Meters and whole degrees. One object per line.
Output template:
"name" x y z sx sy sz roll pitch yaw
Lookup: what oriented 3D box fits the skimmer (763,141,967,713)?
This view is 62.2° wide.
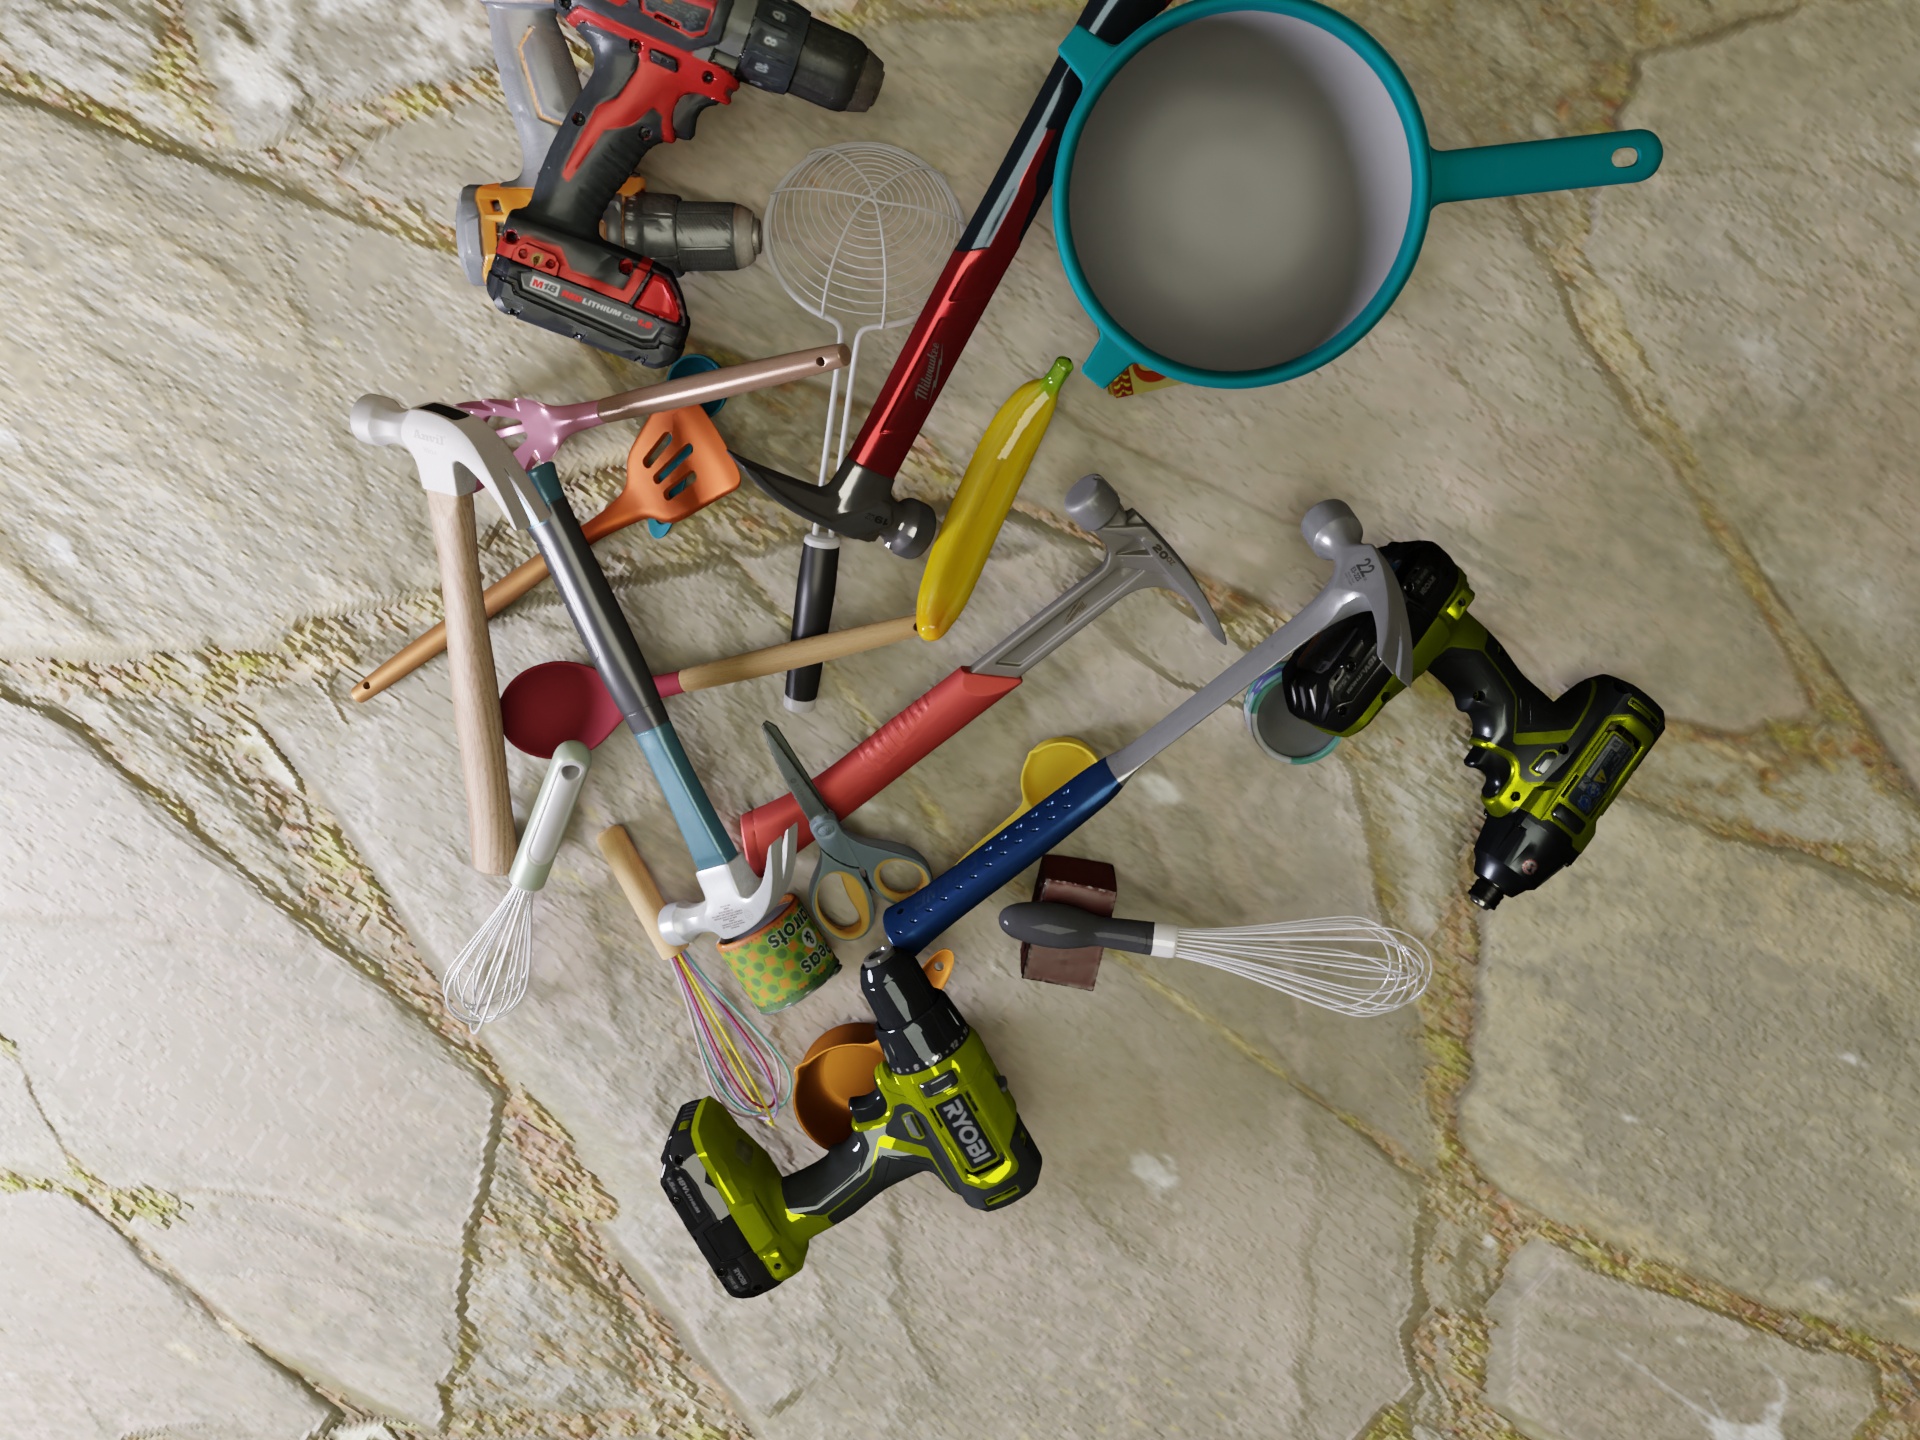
"skimmer" -0.080 -0.184 1.036 0.127 0.090 0.363 8 115 -6

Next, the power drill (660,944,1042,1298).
"power drill" -0.082 0.272 1.073 0.228 0.080 0.190 -27 102 6

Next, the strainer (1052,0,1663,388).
"strainer" 0.219 -0.309 0.921 0.340 0.095 0.211 -6 107 0

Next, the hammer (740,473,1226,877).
"hammer" -0.002 -0.003 1.065 0.359 0.037 0.149 -38 120 14

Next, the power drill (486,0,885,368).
"power drill" -0.162 -0.323 0.919 0.187 0.080 0.226 18 106 -16

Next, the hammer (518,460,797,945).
"hammer" -0.207 -0.008 1.031 0.128 0.033 0.331 -16 105 31

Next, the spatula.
"spatula" -0.285 -0.102 1.057 0.322 0.041 0.081 -33 87 11

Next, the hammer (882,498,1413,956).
"hammer" 0.108 0.029 1.014 0.405 0.144 0.035 -39 129 19

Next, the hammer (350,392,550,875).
"hammer" -0.317 -0.042 1.037 0.130 0.031 0.331 15 121 24

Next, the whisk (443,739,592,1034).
"whisk" -0.299 0.116 1.088 0.057 0.059 0.246 14 116 -25

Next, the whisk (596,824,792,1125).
"whisk" -0.189 0.182 1.125 0.051 0.047 0.245 -26 99 9

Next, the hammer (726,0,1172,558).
"hammer" 0.005 -0.287 0.939 0.143 0.038 0.386 19 107 -37

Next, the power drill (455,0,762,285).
"power drill" -0.217 -0.378 0.968 0.185 0.084 0.226 0 108 0

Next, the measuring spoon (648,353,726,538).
"measuring spoon" -0.182 -0.180 1.049 0.042 0.021 0.128 24 113 8

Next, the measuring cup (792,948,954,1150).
"measuring cup" -0.051 0.225 1.126 0.095 0.052 0.173 30 101 -6

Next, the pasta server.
"pasta server" -0.202 -0.191 0.973 0.316 0.040 0.060 -5 116 31

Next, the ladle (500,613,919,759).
"ladle" -0.161 -0.032 1.054 0.315 0.031 0.069 -12 109 15

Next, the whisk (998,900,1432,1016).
"whisk" 0.166 0.148 1.045 0.284 0.070 0.070 8 104 3

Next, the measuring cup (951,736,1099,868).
"measuring cup" 0.036 0.072 1.099 0.062 0.029 0.156 43 106 -8

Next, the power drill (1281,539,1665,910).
"power drill" 0.326 0.004 1.024 0.223 0.080 0.171 36 89 -14
